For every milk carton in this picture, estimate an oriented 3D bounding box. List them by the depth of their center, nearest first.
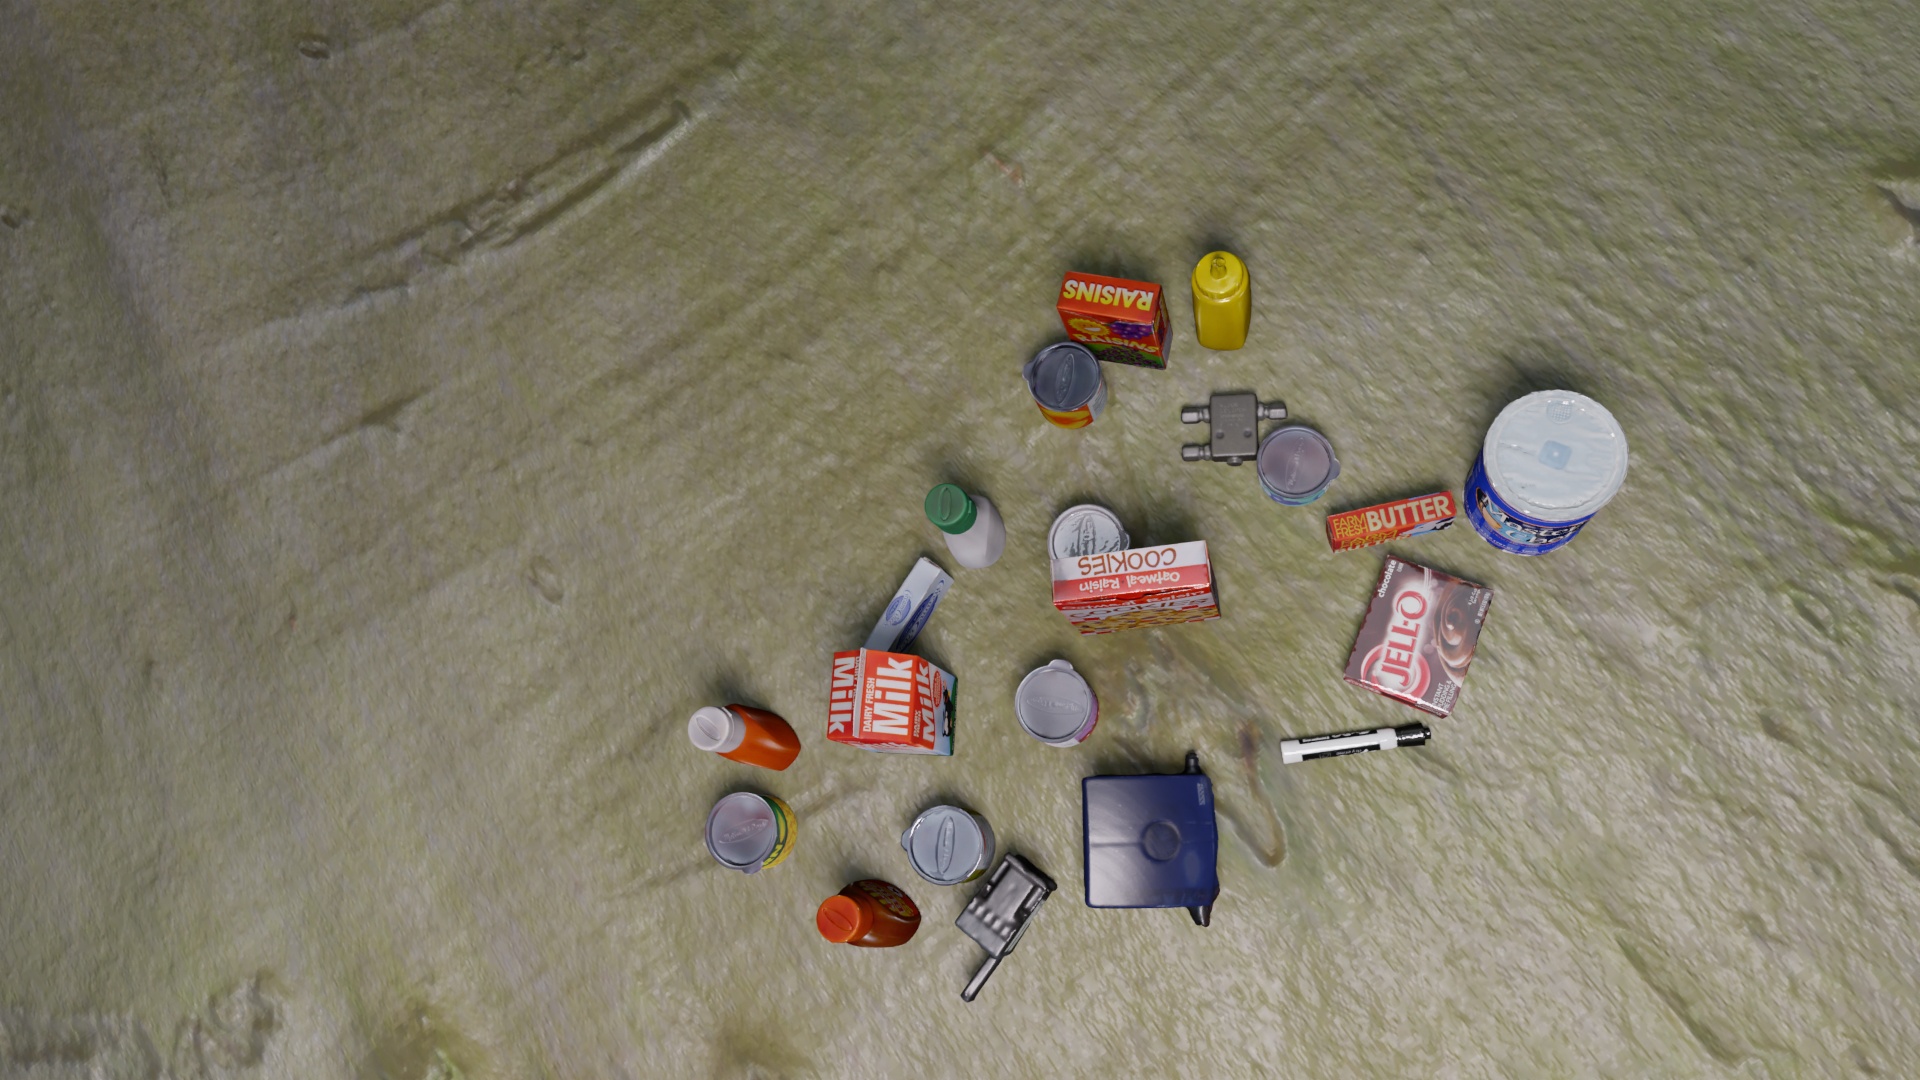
[{"bbox_3d":[-0.059,0.137,1.158,0.073,0.190,0.072,1,78,13],"label":"milk carton"}]

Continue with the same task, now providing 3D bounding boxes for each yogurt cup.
[{"bbox_3d":[0.114,0.006,1.221,0.072,0.054,0.072,-3,77,12],"label":"yogurt cup"}]

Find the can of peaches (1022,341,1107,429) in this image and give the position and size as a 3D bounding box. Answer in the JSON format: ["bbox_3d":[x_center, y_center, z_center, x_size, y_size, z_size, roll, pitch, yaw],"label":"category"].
[{"bbox_3d":[0.096,-0.140,1.257,0.071,0.058,0.071,-3,77,12],"label":"can of peaches"}]

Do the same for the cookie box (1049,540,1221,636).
[{"bbox_3d":[0.148,0.042,1.145,0.123,0.167,0.040,-8,76,11],"label":"cookie box"}]

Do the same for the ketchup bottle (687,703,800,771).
[{"bbox_3d":[-0.189,0.167,1.203,0.065,0.148,0.043,39,89,18],"label":"ketchup bottle"}]

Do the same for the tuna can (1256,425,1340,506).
[{"bbox_3d":[0.294,-0.064,1.207,0.071,0.033,0.071,-3,77,12],"label":"tuna can"}]

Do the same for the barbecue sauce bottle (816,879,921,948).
[{"bbox_3d":[-0.079,0.309,1.145,0.065,0.148,0.043,33,87,18],"label":"barbecue sauce bottle"}]

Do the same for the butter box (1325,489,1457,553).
[{"bbox_3d":[0.361,-0.015,1.170,0.103,0.053,0.024,-13,75,10],"label":"butter box"}]

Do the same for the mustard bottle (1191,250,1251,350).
[{"bbox_3d":[0.223,-0.212,1.191,0.049,0.160,0.065,5,79,14],"label":"mustard bottle"}]

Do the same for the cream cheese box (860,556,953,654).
[{"bbox_3d":[-0.047,0.067,1.244,0.024,0.053,0.104,32,86,17],"label":"cream cheese box"}]

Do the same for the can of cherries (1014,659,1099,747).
[{"bbox_3d":[0.085,0.141,1.194,0.071,0.058,0.071,-3,77,12],"label":"can of cherries"}]

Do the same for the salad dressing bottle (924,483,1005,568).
[{"bbox_3d":[0.004,-0.015,1.202,0.044,0.147,0.064,1,78,13],"label":"salad dressing bottle"}]

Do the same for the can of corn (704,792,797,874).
[{"bbox_3d":[-0.183,0.260,1.228,0.071,0.058,0.071,-3,77,12],"label":"can of corn"}]

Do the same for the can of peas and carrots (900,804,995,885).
[{"bbox_3d":[-0.010,0.260,1.187,0.071,0.058,0.071,-3,77,12],"label":"can of peas and carrots"}]

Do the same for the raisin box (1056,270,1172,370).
[{"bbox_3d":[0.138,-0.192,1.225,0.086,0.123,0.040,12,81,15],"label":"raisin box"}]
